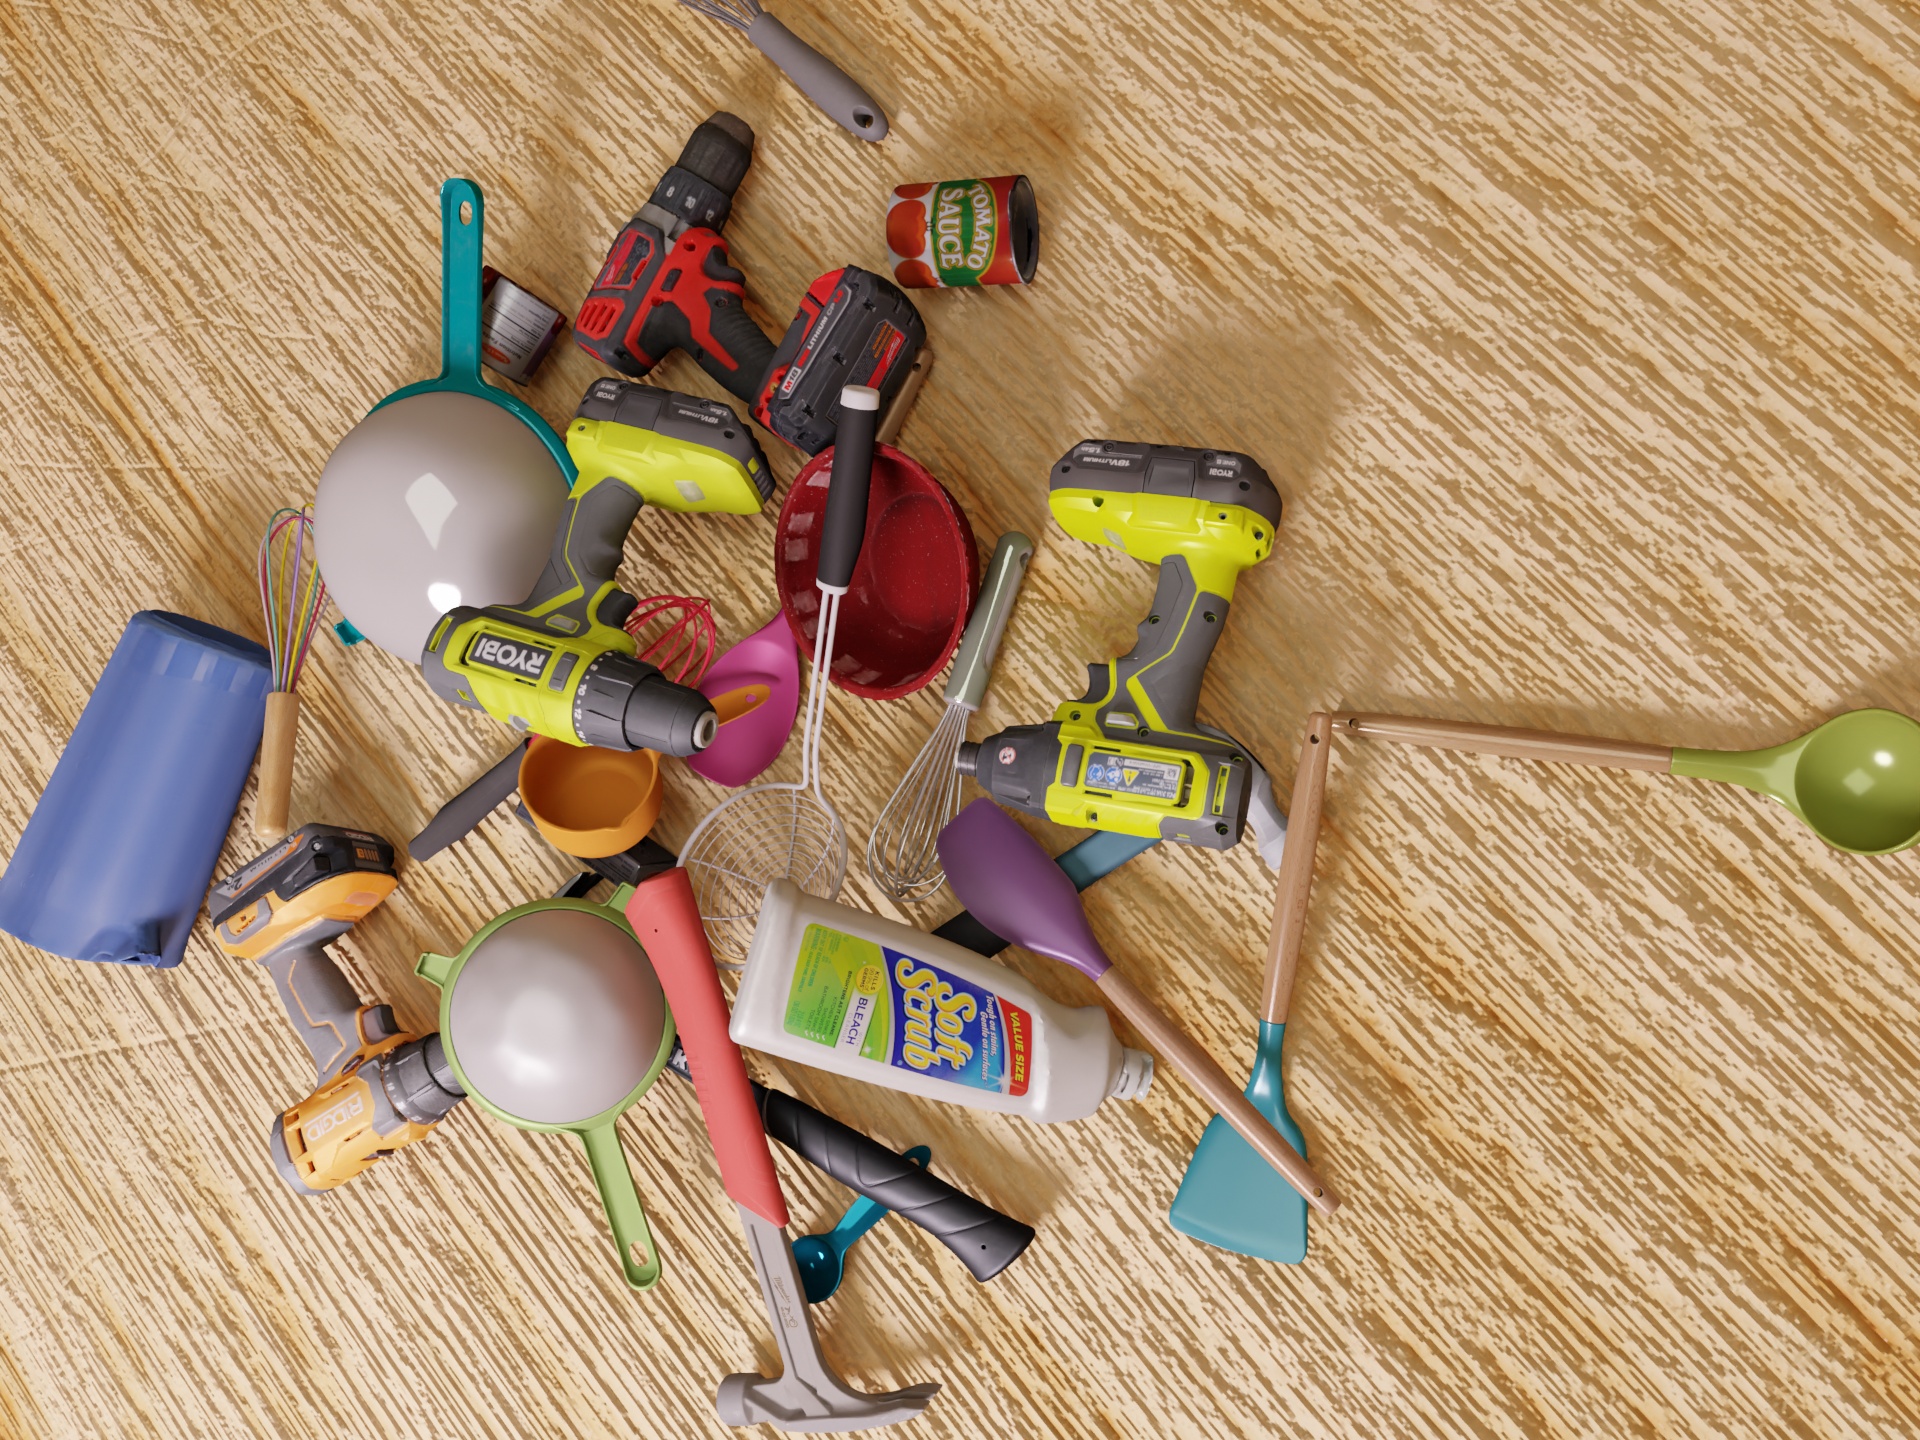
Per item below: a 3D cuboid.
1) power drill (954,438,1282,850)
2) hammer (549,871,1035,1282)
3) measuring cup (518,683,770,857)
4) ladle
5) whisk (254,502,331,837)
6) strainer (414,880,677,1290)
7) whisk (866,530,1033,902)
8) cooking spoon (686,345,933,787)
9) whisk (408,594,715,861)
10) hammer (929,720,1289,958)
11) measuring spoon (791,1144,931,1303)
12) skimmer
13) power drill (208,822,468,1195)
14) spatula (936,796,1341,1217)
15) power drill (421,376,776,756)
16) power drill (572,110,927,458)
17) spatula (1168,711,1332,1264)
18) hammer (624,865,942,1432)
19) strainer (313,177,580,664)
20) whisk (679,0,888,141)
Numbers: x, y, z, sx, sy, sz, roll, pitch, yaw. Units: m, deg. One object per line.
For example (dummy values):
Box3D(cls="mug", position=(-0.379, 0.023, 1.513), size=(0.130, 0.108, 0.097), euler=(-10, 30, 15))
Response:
Box3D(cls="power drill", position=(0.096, -0.046, 0.936), size=(0.171, 0.080, 0.223), euler=(9, 77, 18))
Box3D(cls="hammer", position=(-0.135, 0.239, 1.028), size=(0.409, 0.036, 0.149), euler=(25, 93, 20))
Box3D(cls="measuring cup", position=(-0.200, 0.027, 1.041), size=(0.173, 0.052, 0.095), euler=(-26, 63, -18))
Box3D(cls="ladle", position=(0.366, 0.018, 0.883), size=(0.320, 0.062, 0.078), euler=(7, 88, 20))
Box3D(cls="whisk", position=(-0.473, -0.039, 1.119), size=(0.047, 0.051, 0.245), euler=(-3, 75, 11))
Box3D(cls="strainer", position=(-0.238, 0.237, 0.991), size=(0.151, 0.069, 0.256), euler=(-19, 87, -5))
Box3D(cls="whisk", position=(-0.002, -0.003, 1.004), size=(0.059, 0.057, 0.246), euler=(18, 87, 23))
Box3D(cls="cooking spoon", position=(-0.095, -0.102, 1.054), size=(0.069, 0.017, 0.319), euler=(27, 95, 0))
Box3D(cls="whisk", position=(-0.275, 0.009, 1.086), size=(0.296, 0.073, 0.073), euler=(-38, 77, 17))
Box3D(cls="hammer", position=(0.044, 0.113, 0.989), size=(0.331, 0.033, 0.128), euler=(-35, 78, 13))
Box3D(cls="measuring spoon", position=(-0.062, 0.321, 1.021), size=(0.128, 0.021, 0.042), euler=(-46, 67, 0))
Box3D(cls="skimmer", position=(-0.106, -0.022, 0.971), size=(0.127, 0.090, 0.363), euler=(26, 116, 35))
Box3D(cls="power drill", position=(-0.407, 0.183, 1.087), size=(0.185, 0.084, 0.226), euler=(-31, 69, 13))
Box3D(cls="spatula", position=(0.101, 0.169, 0.936), size=(0.060, 0.018, 0.316), euler=(-44, 74, -6))
Box3D(cls="power drill", position=(-0.206, -0.090, 0.992), size=(0.190, 0.080, 0.229), euler=(16, 71, 19))
Box3D(cls="power drill", position=(-0.135, -0.287, 1.045), size=(0.227, 0.080, 0.188), euler=(31, 93, 25))
Box3D(cls="spatula", position=(0.184, 0.152, 0.921), size=(0.082, 0.044, 0.317), euler=(10, 101, 22))
Box3D(cls="hammer", position=(-0.127, 0.264, 0.979), size=(0.149, 0.036, 0.359), euler=(-14, 93, 24))
Box3D(cls="strainer", position=(-0.352, -0.182, 1.052), size=(0.211, 0.095, 0.340), euler=(11, 108, 15))
Box3D(cls="whisk", position=(-0.133, -0.472, 1.080), size=(0.239, 0.055, 0.055), euler=(45, 100, 11))
